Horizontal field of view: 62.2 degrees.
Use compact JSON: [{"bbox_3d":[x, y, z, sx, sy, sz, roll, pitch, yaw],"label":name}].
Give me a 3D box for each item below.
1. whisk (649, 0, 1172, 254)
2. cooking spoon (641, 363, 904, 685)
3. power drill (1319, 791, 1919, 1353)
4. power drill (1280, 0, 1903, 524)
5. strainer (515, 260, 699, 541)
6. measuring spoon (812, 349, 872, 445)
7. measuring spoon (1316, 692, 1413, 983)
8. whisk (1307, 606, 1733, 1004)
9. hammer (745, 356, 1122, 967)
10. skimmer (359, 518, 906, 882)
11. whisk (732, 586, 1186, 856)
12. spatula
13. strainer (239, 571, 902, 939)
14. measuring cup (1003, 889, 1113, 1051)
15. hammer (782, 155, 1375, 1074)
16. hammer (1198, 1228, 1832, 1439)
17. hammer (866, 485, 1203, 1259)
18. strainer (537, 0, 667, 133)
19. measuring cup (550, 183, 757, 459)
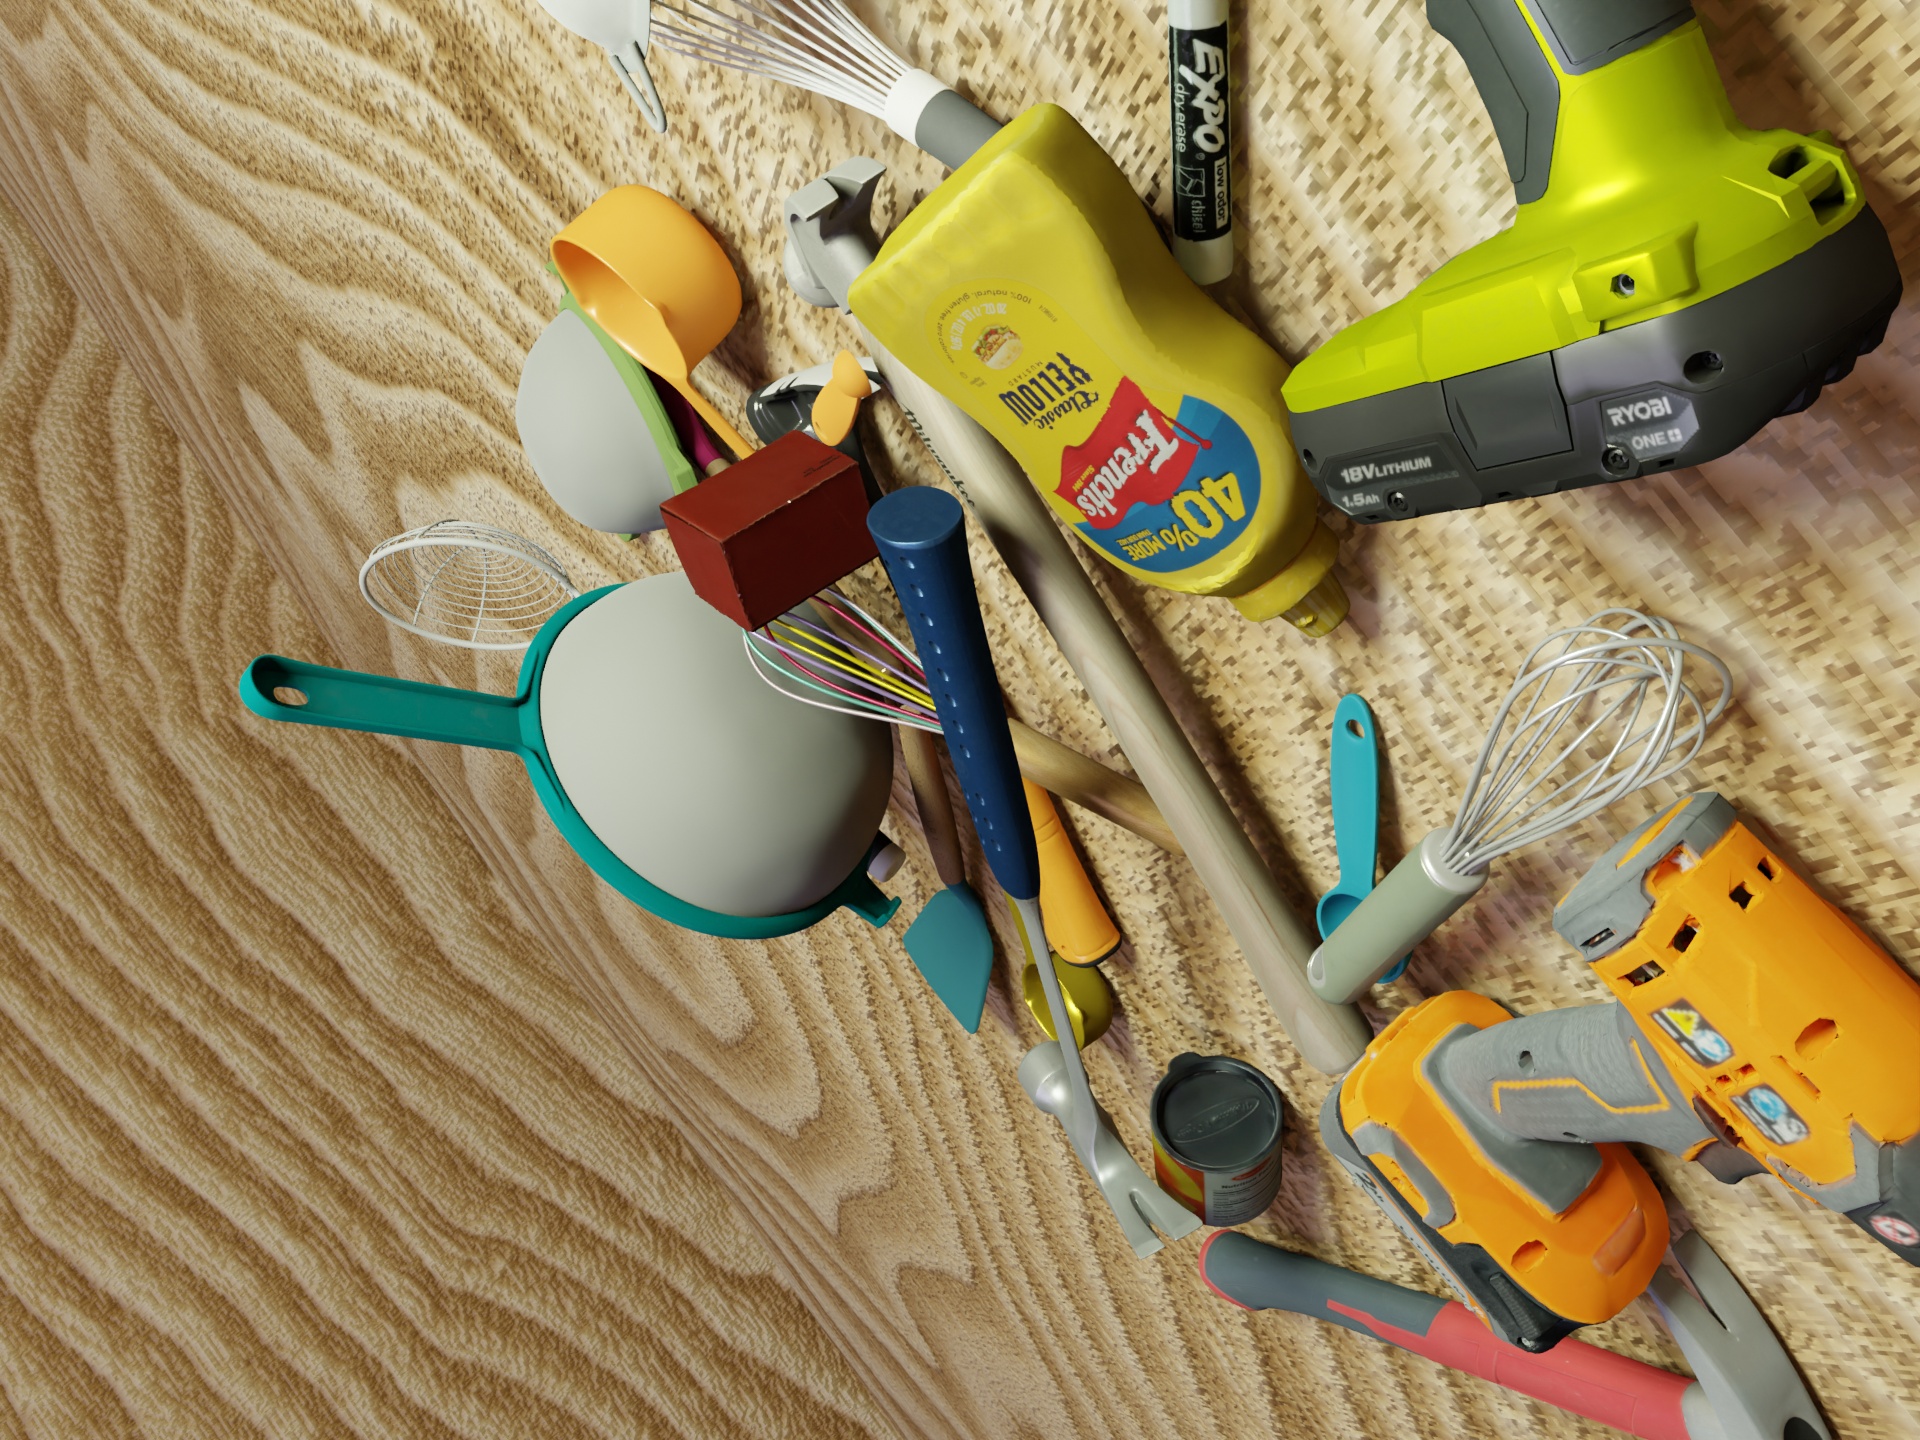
[{"bbox_3d":[-0.036,-0.231,0.559,0.285,0.070,0.070,40,152,20],"label":"whisk"},{"bbox_3d":[-0.118,-0.120,0.848,0.319,0.017,0.068,49,159,34],"label":"cooking spoon"},{"bbox_3d":[0.226,0.135,0.515,0.164,0.084,0.226,48,151,14],"label":"power drill"},{"bbox_3d":[0.094,-0.166,0.361,0.190,0.080,0.228,-4,116,57],"label":"power drill"},{"bbox_3d":[-0.222,-0.149,0.953,0.151,0.069,0.256,58,163,6],"label":"strainer"},{"bbox_3d":[-0.053,-0.128,0.653,0.021,0.011,0.117,57,169,-5],"label":"measuring spoon"},{"bbox_3d":[0.157,0.043,0.606,0.042,0.021,0.128,24,133,46],"label":"measuring spoon"},{"bbox_3d":[0.168,0.042,0.524,0.059,0.058,0.246,9,148,-6],"label":"whisk"},{"bbox_3d":[0.004,-0.018,0.779,0.127,0.034,0.336,8,129,60],"label":"hammer"},{"bbox_3d":[-0.195,-0.002,0.931,0.363,0.090,0.127,37,158,16],"label":"skimmer"},{"bbox_3d":[-0.001,-0.002,0.727,0.245,0.051,0.047,27,145,9],"label":"whisk"},{"bbox_3d":[-0.016,0.083,0.903,0.082,0.044,0.317,50,165,29],"label":"spatula"},{"bbox_3d":[-0.154,-0.012,0.760,0.095,0.340,0.211,-39,55,37],"label":"strainer"},{"bbox_3d":[0.047,0.110,0.889,0.062,0.029,0.156,-2,108,62],"label":"measuring cup"},{"bbox_3d":[0.054,-0.028,0.625,0.410,0.038,0.146,57,178,-10],"label":"hammer"},{"bbox_3d":[0.223,0.277,0.754,0.143,0.038,0.386,59,156,-7],"label":"hammer"},{"bbox_3d":[0.032,0.081,0.698,0.144,0.035,0.405,51,162,50],"label":"hammer"},{"bbox_3d":[-0.129,-0.330,0.524,0.087,0.050,0.258,-159,65,-63],"label":"strainer"},{"bbox_3d":[-0.124,-0.187,0.788,0.095,0.052,0.173,22,158,53],"label":"measuring cup"}]
